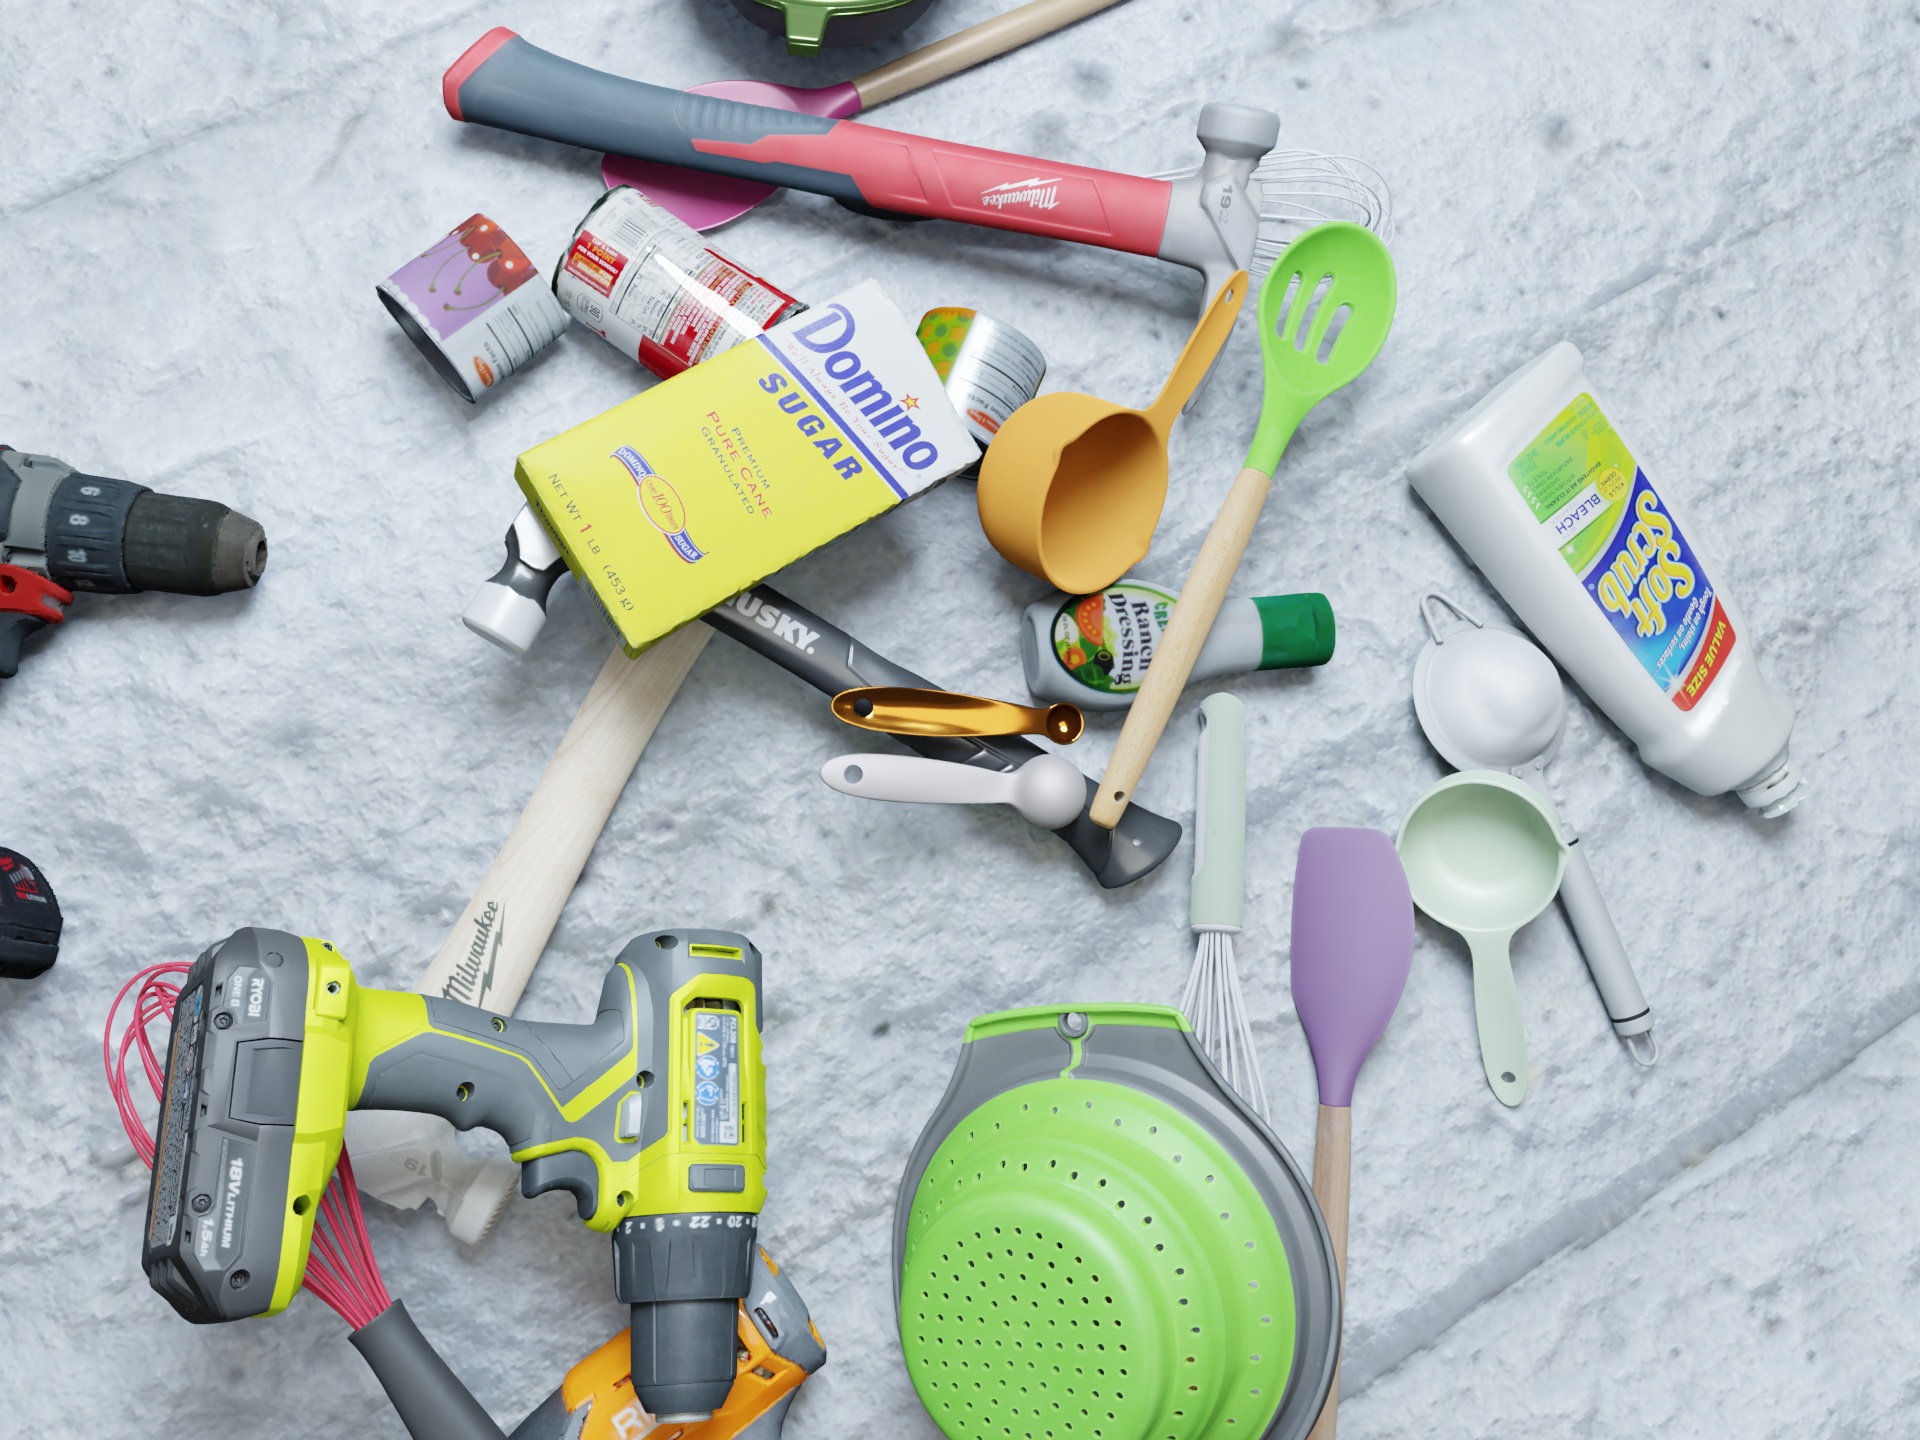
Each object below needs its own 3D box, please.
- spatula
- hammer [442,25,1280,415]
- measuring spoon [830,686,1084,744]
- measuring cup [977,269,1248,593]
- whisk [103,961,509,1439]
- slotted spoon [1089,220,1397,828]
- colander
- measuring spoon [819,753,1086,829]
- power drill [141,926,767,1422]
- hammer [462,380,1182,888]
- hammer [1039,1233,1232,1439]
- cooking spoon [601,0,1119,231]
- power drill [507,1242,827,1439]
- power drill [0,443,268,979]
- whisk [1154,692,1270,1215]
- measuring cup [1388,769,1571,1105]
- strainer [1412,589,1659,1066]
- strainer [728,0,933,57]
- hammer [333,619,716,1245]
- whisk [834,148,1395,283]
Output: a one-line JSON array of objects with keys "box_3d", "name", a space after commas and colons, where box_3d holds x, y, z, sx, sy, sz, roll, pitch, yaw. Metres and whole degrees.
[{"box_3d": [0.178, 0.208, 0.750, 0.060, 0.018, 0.316, 1, 82, 29], "name": "spatula"}, {"box_3d": [-0.053, -0.250, 0.758, 0.386, 0.038, 0.143, 10, 108, 0], "name": "hammer"}, {"box_3d": [-0.001, -0.002, 0.714, 0.117, 0.011, 0.021, 4, 88, -13], "name": "measuring spoon"}, {"box_3d": [0.071, -0.143, 0.742, 0.052, 0.095, 0.173, 27, 81, 38], "name": "measuring cup"}, {"box_3d": [-0.243, 0.221, 0.630, 0.073, 0.073, 0.296, -35, 87, -11], "name": "whisk"}, {"box_3d": [0.127, -0.094, 0.746, 0.070, 0.031, 0.314, 28, 79, -17], "name": "slotted spoon"}, {"box_3d": [0.052, 0.318, 0.637, 0.204, 0.094, 0.397, -9, 85, 26], "name": "colander"}, {"box_3d": [-0.001, 0.028, 0.705, 0.124, 0.018, 0.034, 5, 84, -16], "name": "measuring spoon"}, {"box_3d": [-0.179, 0.171, 0.611, 0.228, 0.080, 0.191, 11, 65, -33], "name": "power drill"}, {"box_3d": [-0.041, -0.022, 0.725, 0.334, 0.035, 0.146, 31, 77, -12], "name": "hammer"}, {"box_3d": [0.136, 0.357, 0.698, 0.034, 0.127, 0.337, -32, 77, -10], "name": "hammer"}, {"box_3d": [-0.031, -0.326, 0.807, 0.319, 0.017, 0.069, -27, 89, -11], "name": "cooking spoon"}, {"box_3d": [-0.092, 0.360, 0.665, 0.164, 0.084, 0.226, -33, 83, -11], "name": "power drill"}, {"box_3d": [-0.410, -0.007, 0.678, 0.188, 0.080, 0.227, 7, 78, -7], "name": "power drill"}, {"box_3d": [0.119, 0.106, 0.750, 0.059, 0.057, 0.246, 4, 76, 0], "name": "whisk"}, {"box_3d": [0.259, 0.104, 0.773, 0.083, 0.038, 0.167, -6, 103, 25], "name": "measuring cup"}, {"box_3d": [0.294, 0.050, 0.787, 0.087, 0.050, 0.258, -22, 88, -19], "name": "strainer"}, {"box_3d": [-0.106, -0.410, 0.791, 0.256, 0.069, 0.151, 42, 67, 15], "name": "strainer"}, {"box_3d": [-0.176, 0.017, 0.726, 0.146, 0.038, 0.411, 28, 78, -2], "name": "hammer"}, {"box_3d": [0.077, -0.259, 0.796, 0.284, 0.070, 0.070, 3, 81, -3], "name": "whisk"}]
